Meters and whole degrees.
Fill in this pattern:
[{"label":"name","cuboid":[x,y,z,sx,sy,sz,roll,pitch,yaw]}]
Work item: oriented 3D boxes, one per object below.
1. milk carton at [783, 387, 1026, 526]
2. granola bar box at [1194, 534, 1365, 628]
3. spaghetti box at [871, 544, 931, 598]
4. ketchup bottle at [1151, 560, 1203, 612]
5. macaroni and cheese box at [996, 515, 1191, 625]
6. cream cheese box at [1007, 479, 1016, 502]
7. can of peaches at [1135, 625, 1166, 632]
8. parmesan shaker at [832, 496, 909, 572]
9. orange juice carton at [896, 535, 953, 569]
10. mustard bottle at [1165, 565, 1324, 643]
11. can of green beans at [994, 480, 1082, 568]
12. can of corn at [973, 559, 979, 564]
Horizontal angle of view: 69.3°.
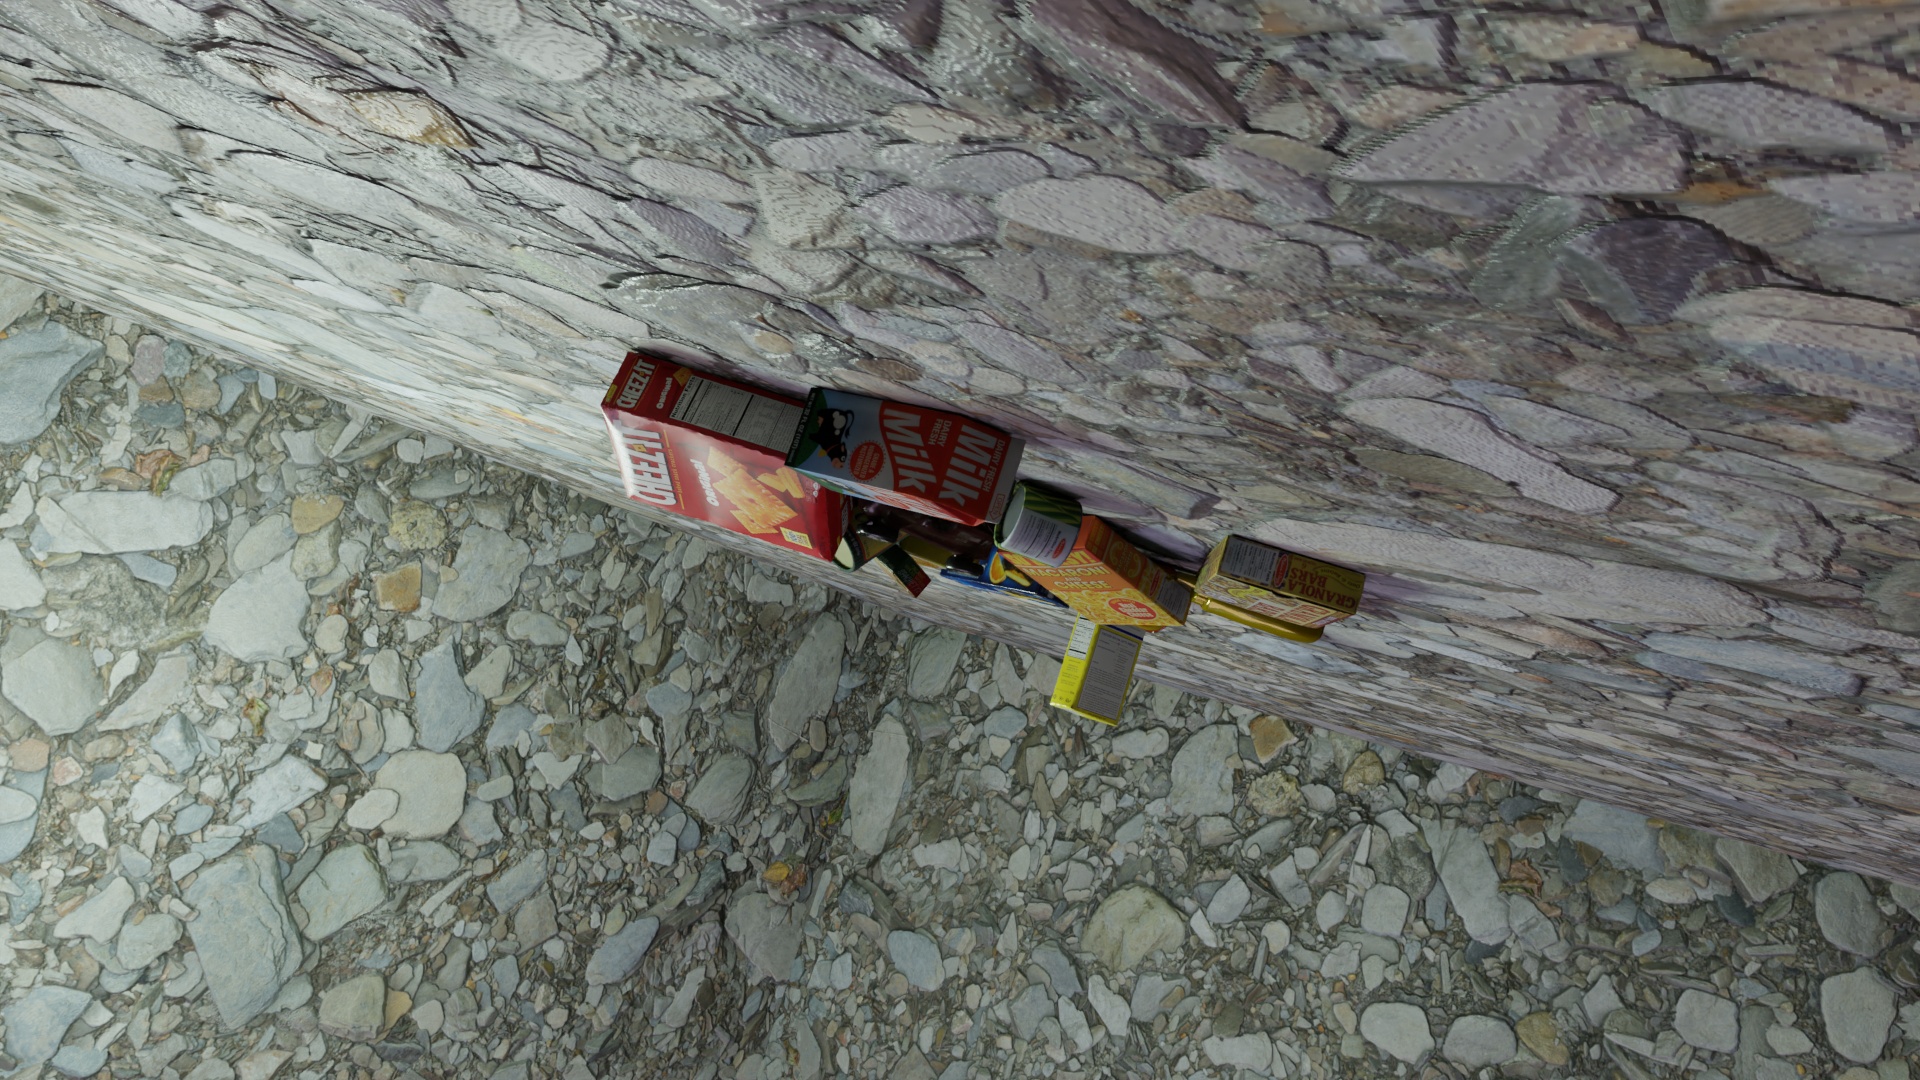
[{"label":"milk carton","cuboid":[-0.039,-0.064,1.108,0.190,0.072,0.073,13,171,31]},{"label":"granola bar box","cuboid":[0.286,0.041,1.265,0.124,0.039,0.165,17,174,5]},{"label":"spaghetti box","cuboid":[-0.120,-0.016,1.532,0.251,0.029,0.050,38,170,44]},{"label":"ketchup bottle","cuboid":[0.192,0.041,1.493,0.149,0.043,0.064,16,170,11]},{"label":"macaroni and cheese box","cuboid":[0.136,0.034,1.402,0.123,0.040,0.166,-3,149,48]},{"label":"cream cheese box","cuboid":[-0.006,-0.062,1.249,0.104,0.024,0.053,22,172,-34]},{"label":"can of peaches","cuboid":[0.204,0.062,1.559,0.058,0.071,0.071,23,172,-31]},{"label":"parmesan shaker","cuboid":[-0.085,-0.018,1.388,0.071,0.103,0.071,39,149,29]},{"label":"orange juice carton","cuboid":[-0.076,-0.016,1.610,0.073,0.072,0.192,22,172,-31]},{"label":"mustard bottle","cuboid":[0.281,0.058,1.376,0.160,0.049,0.065,19,174,-4]},{"label":"can of green beans","cuboid":[0.070,-0.015,1.260,0.058,0.071,0.071,20,173,-16]},{"label":"can of corn","cuboid":[-0.002,0.004,1.638,0.071,0.058,0.071,18,173,2]}]
